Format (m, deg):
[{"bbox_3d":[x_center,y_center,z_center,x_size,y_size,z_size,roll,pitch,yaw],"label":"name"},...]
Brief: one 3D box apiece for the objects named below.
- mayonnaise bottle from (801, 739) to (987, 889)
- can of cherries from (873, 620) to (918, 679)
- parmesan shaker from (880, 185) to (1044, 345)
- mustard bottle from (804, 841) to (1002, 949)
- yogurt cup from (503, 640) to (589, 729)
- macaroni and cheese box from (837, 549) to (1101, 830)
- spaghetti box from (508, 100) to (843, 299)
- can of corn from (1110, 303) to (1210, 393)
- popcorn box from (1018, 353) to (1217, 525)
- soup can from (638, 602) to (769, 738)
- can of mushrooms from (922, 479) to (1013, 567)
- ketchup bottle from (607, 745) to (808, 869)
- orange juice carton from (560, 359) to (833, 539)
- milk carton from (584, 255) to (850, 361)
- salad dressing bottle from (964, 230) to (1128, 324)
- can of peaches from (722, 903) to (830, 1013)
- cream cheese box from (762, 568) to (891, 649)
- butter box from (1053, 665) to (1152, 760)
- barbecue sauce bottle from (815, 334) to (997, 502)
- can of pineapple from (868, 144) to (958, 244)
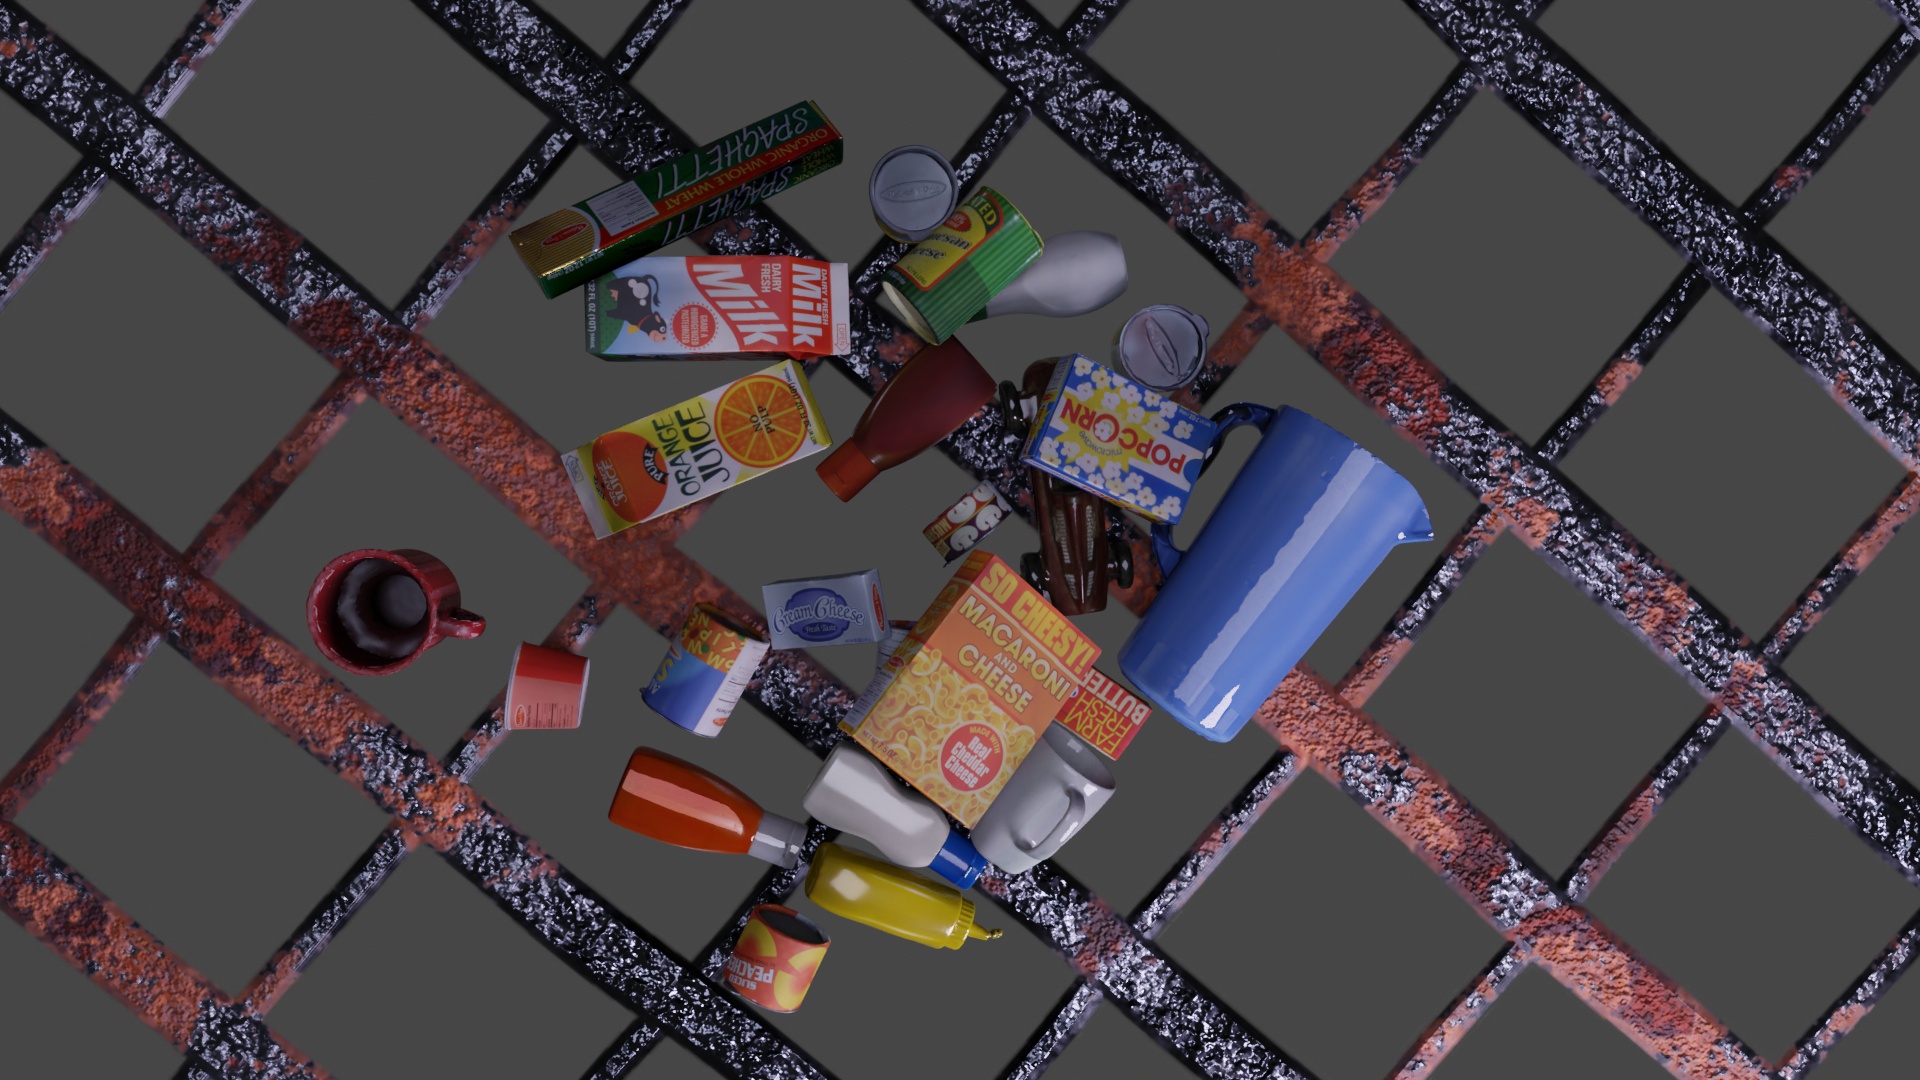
[{"bbox_3d":[-0.048,0.220,1.089,0.148,0.041,0.064,34,93,-5],"label":"mayonnaise bottle"},{"bbox_3d":[-0.032,0.095,1.071,0.071,0.071,0.058,6,93,-3],"label":"can of cherries"},{"bbox_3d":[0.002,-0.198,1.010,0.103,0.071,0.071,-43,94,-6],"label":"parmesan shaker"},{"bbox_3d":[-0.041,0.284,1.082,0.160,0.065,0.049,23,89,-7],"label":"mustard bottle"},{"bbox_3d":[-0.315,0.113,1.060,0.054,0.072,0.072,8,94,-11],"label":"yogurt cup"},{"bbox_3d":[0.009,0.109,1.028,0.123,0.040,0.167,42,77,-22],"label":"macaroni and cheese box"},{"bbox_3d":[-0.202,-0.251,1.014,0.251,0.028,0.050,-30,65,-18],"label":"spaghetti box"},{"bbox_3d":[0.153,-0.147,1.064,0.071,0.058,0.071,0,94,-2],"label":"can of corn"},{"bbox_3d":[0.117,-0.074,1.035,0.127,0.038,0.085,24,82,-15],"label":"popcorn box"},{"bbox_3d":[-0.196,0.097,1.062,0.071,0.071,0.083,30,92,-4],"label":"soup can"},{"bbox_3d":[0.004,-0.013,1.062,0.071,0.071,0.033,-39,94,1],"label":"can of mushrooms"},{"bbox_3d":[-0.194,0.214,1.080,0.149,0.043,0.064,22,94,-4],"label":"ketchup bottle"},{"bbox_3d":[-0.199,-0.068,1.048,0.193,0.073,0.071,-22,95,0],"label":"orange juice carton"},{"bbox_3d":[-0.179,-0.173,1.041,0.191,0.073,0.072,-2,92,-2],"label":"milk carton"},{"bbox_3d":[0.052,-0.196,1.065,0.148,0.044,0.064,-13,96,0],"label":"salad dressing bottle"},{"bbox_3d":[-0.143,0.322,1.076,0.071,0.071,0.058,26,92,-4],"label":"can of peaches"},{"bbox_3d":[-0.103,0.053,1.057,0.103,0.024,0.053,-7,94,34],"label":"cream cheese box"},{"bbox_3d":[0.095,0.123,1.096,0.103,0.024,0.053,35,92,-4],"label":"butter box"},{"bbox_3d":[-0.045,-0.091,1.068,0.148,0.044,0.065,-42,95,1],"label":"barbecue sauce bottle"},{"bbox_3d":[-0.036,-0.258,1.050,0.071,0.058,0.071,0,94,-2],"label":"can of pineapple"}]
